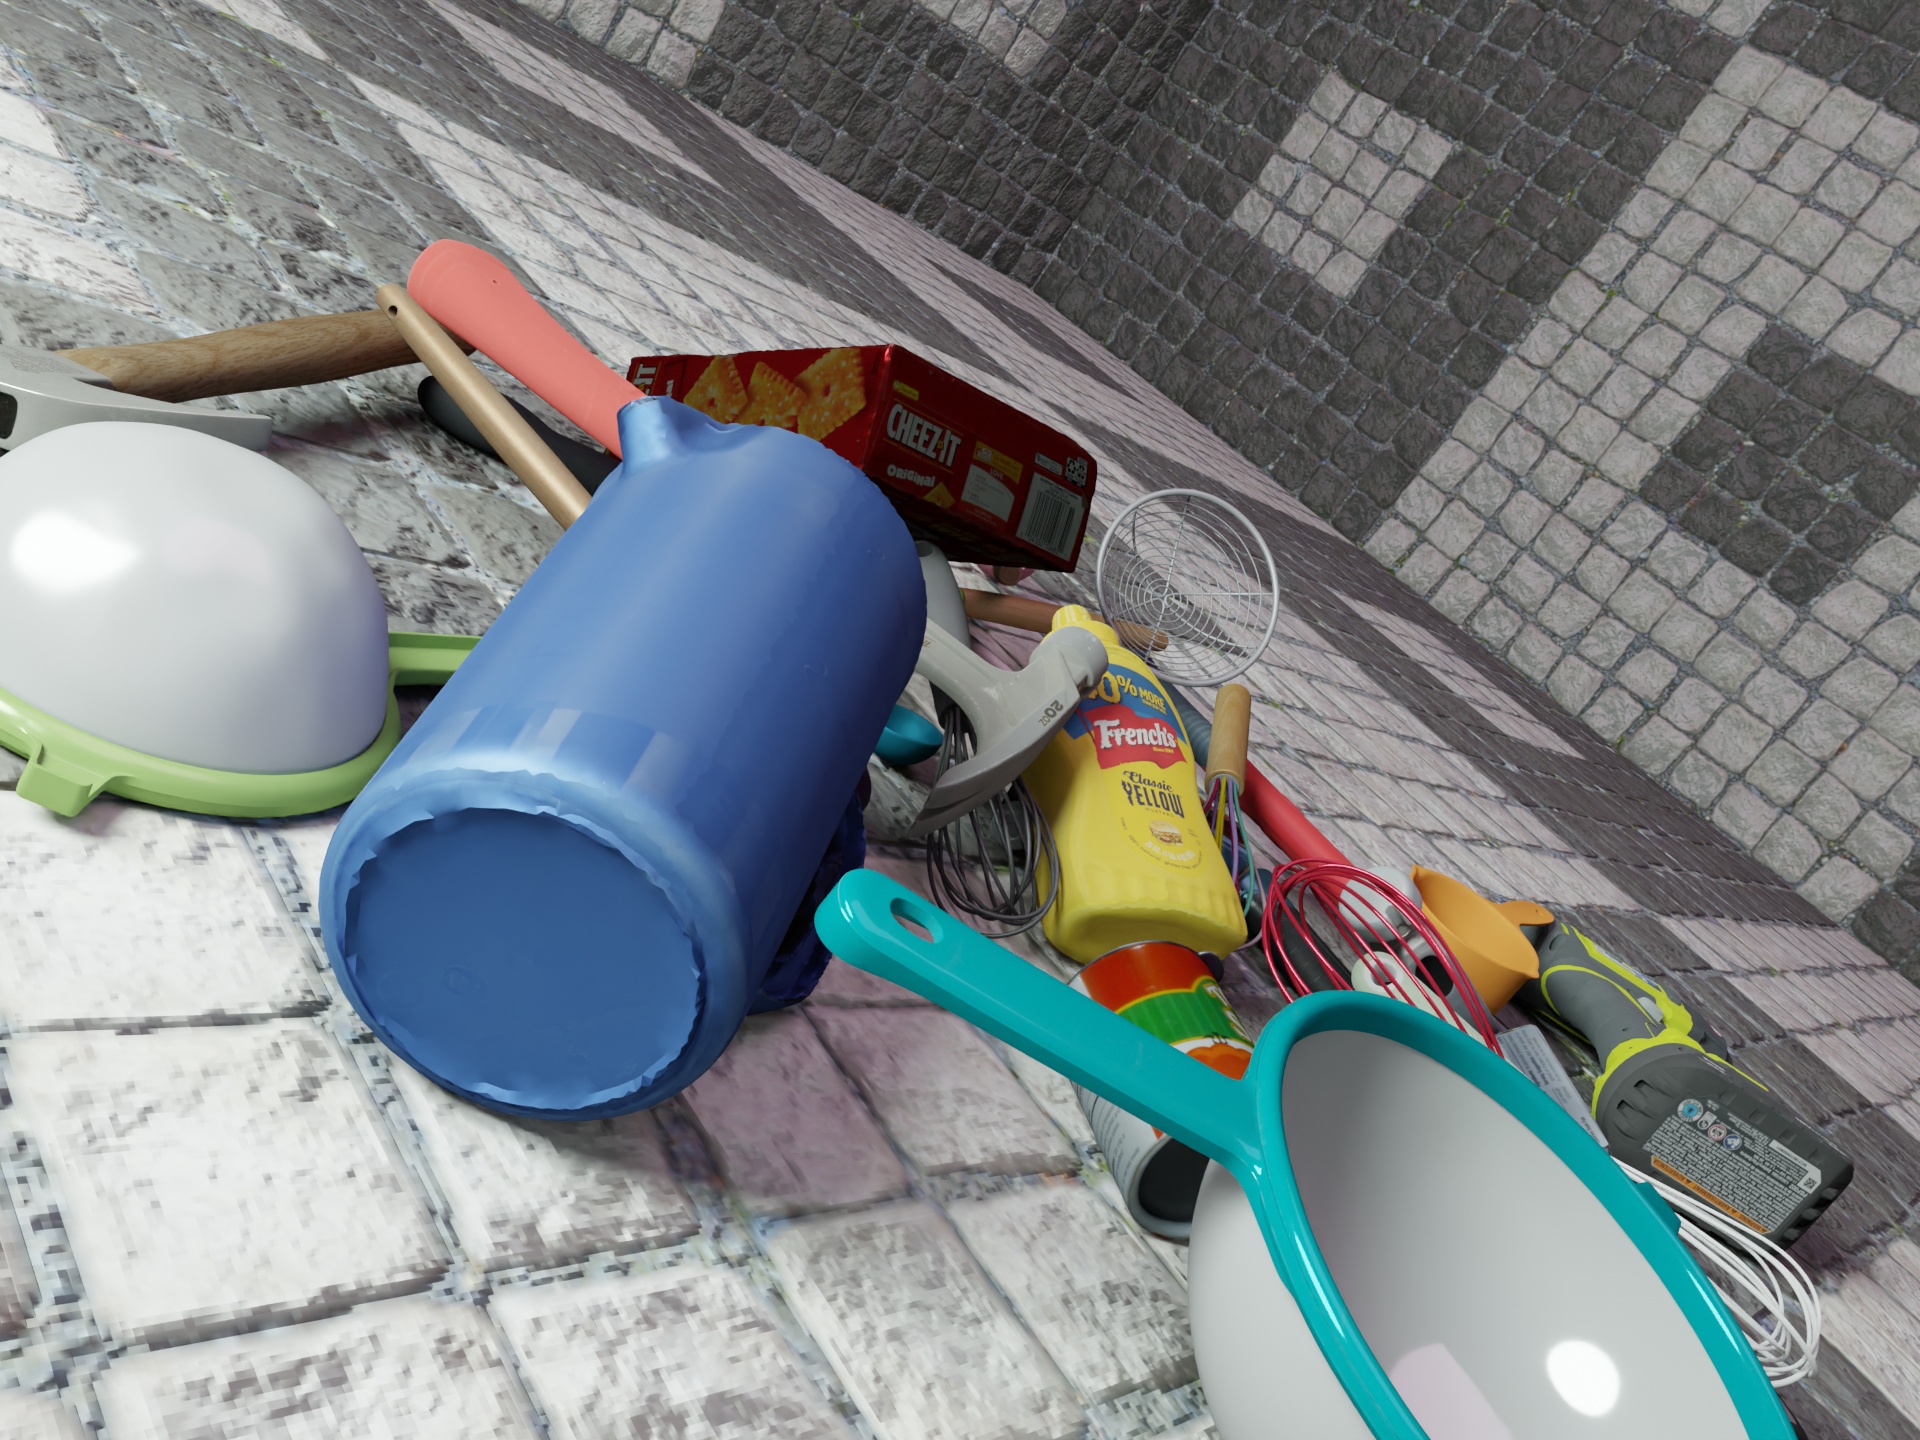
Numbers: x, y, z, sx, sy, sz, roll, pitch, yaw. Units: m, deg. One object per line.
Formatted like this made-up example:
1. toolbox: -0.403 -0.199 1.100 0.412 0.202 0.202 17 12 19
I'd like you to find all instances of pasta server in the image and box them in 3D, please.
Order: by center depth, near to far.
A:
1. pasta server: 0.031 -0.107 1.036 0.060 0.040 0.316 19 7 -2

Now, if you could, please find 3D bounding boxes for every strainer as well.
1. strainer: 0.087 0.157 0.451 0.340 0.095 0.211 32 29 -13
2. strainer: -0.198 -0.042 0.515 0.152 0.069 0.256 44 22 26

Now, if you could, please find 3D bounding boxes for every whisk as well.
1. whisk: 0.223 0.169 0.646 0.073 0.073 0.296 8 38 -54
2. whisk: 0.261 0.184 0.689 0.247 0.058 0.059 45 -12 39
3. whisk: -0.002 -0.001 0.718 0.055 0.055 0.239 23 36 -32
4. whisk: -0.137 -0.101 0.794 0.284 0.070 0.070 27 19 -9
5. whisk: 0.136 0.050 0.835 0.047 0.051 0.245 55 27 -20

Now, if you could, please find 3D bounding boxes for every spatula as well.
1. spatula: -0.144 -0.074 0.650 0.316 0.059 0.018 47 22 15

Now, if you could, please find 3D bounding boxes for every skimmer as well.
1. skimmer: 0.101 -0.033 0.884 0.127 0.090 0.363 50 29 -6

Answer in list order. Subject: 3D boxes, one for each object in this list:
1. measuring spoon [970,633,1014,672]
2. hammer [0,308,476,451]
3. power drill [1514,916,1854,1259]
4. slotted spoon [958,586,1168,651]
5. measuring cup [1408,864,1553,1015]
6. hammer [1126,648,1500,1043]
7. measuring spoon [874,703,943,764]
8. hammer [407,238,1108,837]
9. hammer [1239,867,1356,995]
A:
1. measuring spoon: -0.006 -0.046 0.953 0.124 0.018 0.034 40 31 -5
2. hammer: -0.280 -0.147 0.645 0.130 0.031 0.331 24 20 2
3. power drill: 0.428 0.213 0.954 0.171 0.080 0.223 33 15 -3
4. slotted spoon: 0.016 -0.069 0.949 0.313 0.031 0.070 8 21 -40
5. measuring cup: 0.312 0.136 0.963 0.173 0.052 0.095 4 35 -51
6. hammer: 0.182 0.052 0.956 0.143 0.038 0.387 51 2 -33
7. measuring spoon: -0.066 -0.012 0.765 0.129 0.021 0.042 31 17 17
8. hammer: -0.108 -0.095 0.689 0.359 0.036 0.149 37 39 11
9. hammer: 0.216 0.180 0.734 0.128 0.033 0.331 19 24 -37
